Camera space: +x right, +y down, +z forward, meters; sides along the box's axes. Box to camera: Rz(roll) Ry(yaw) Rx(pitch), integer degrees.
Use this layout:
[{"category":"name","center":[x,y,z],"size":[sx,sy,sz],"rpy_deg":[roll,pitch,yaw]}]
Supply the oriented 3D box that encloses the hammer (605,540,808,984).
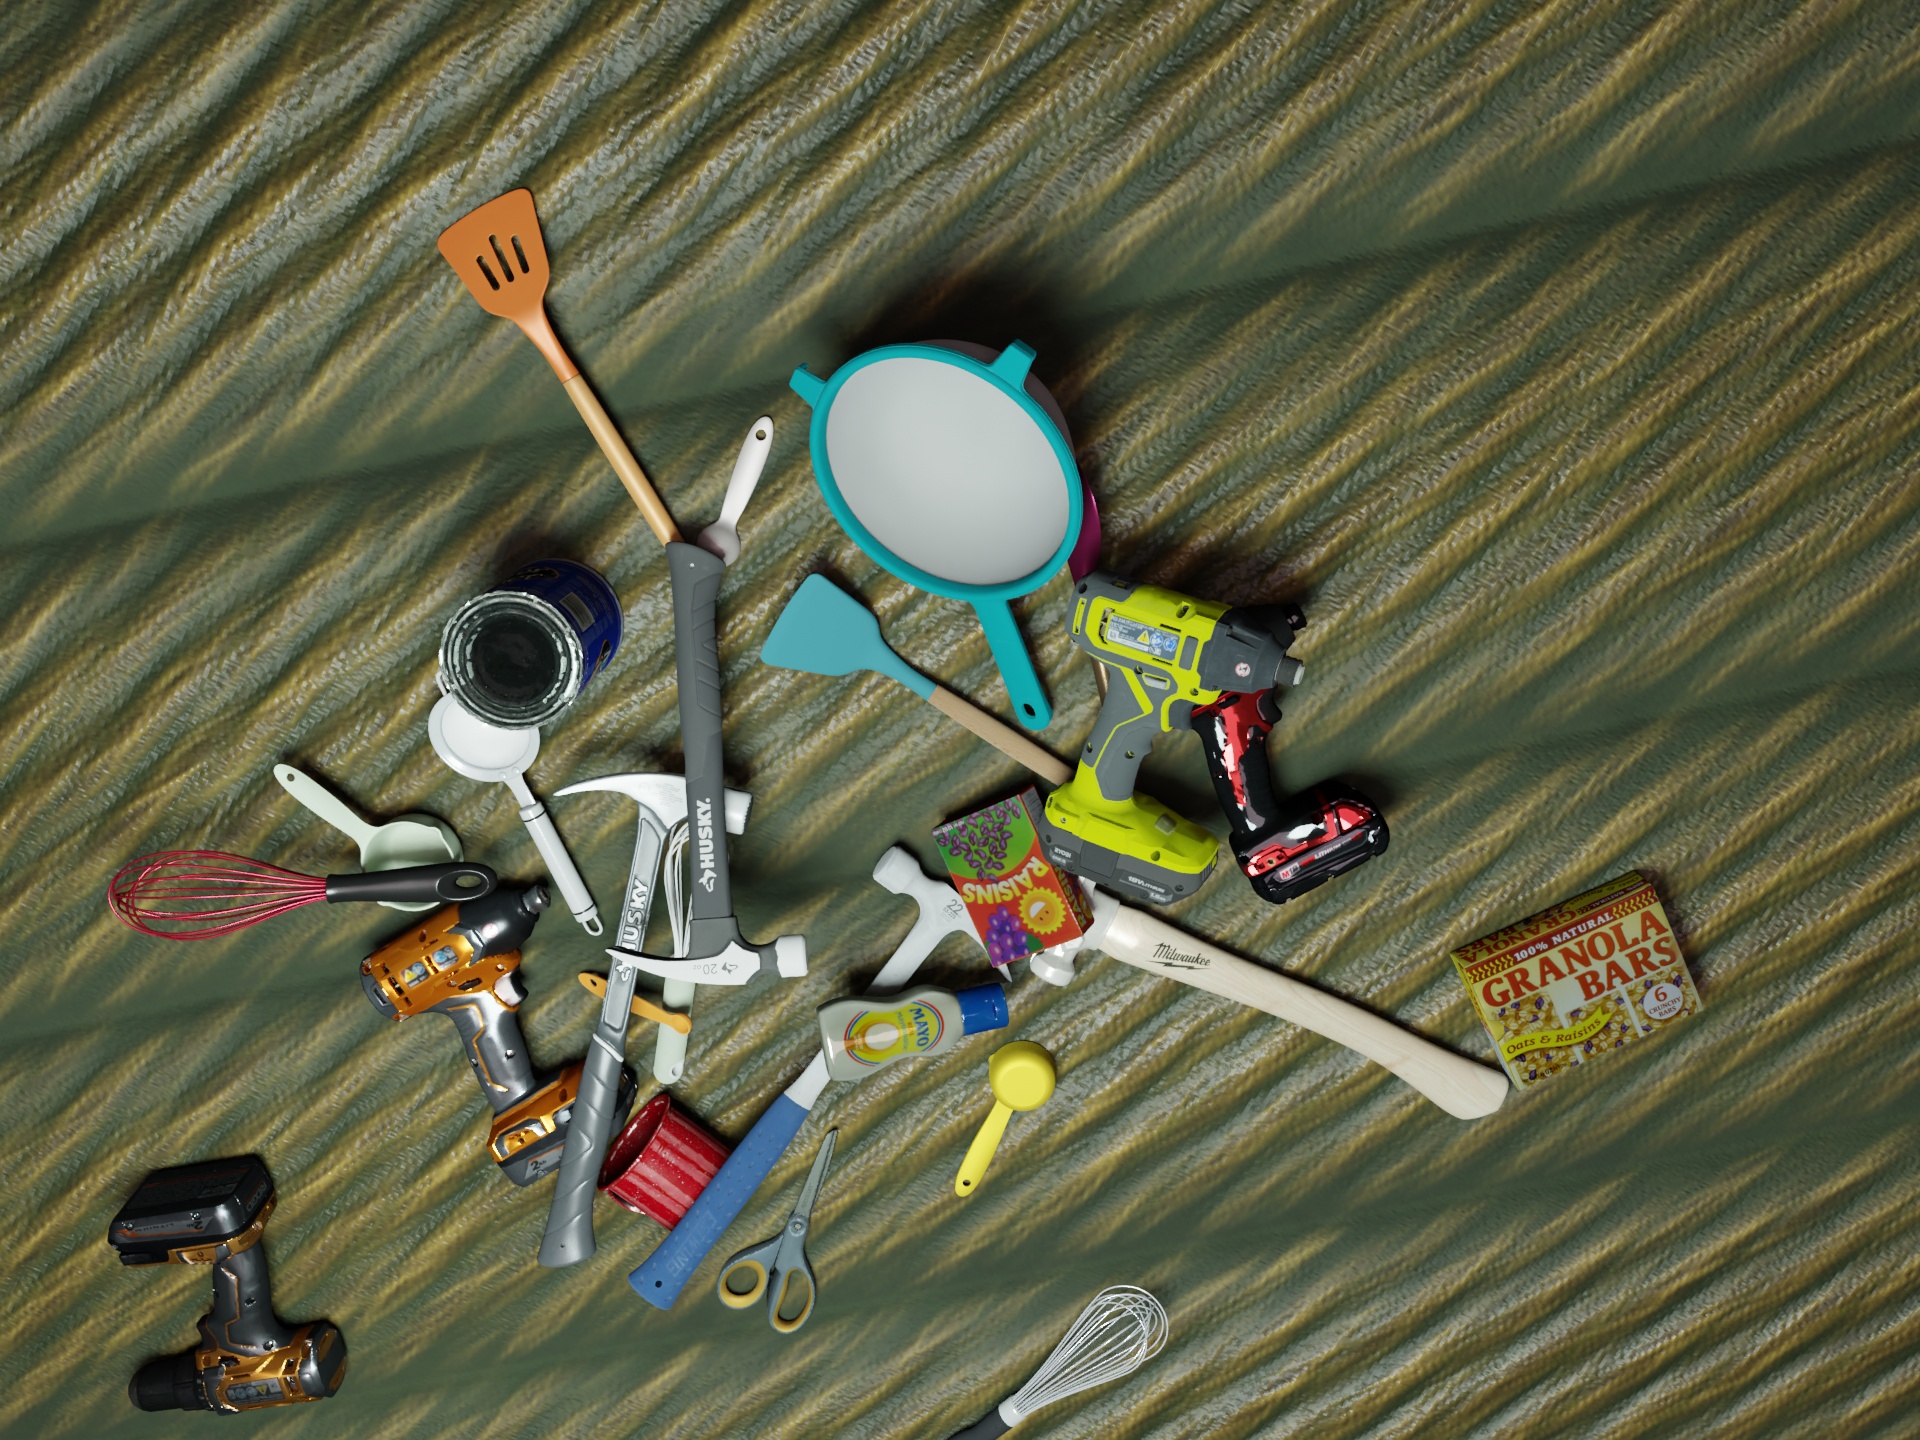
[{"category":"hammer","center":[-0.199,0.031,1.196],"size":[0.146,0.035,0.335],"rpy_deg":[-4,86,-1]}]

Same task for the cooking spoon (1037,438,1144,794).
[{"category":"cooking spoon","center":[0.105,-0.067,1.232],"size":[0.017,0.069,0.318],"rpy_deg":[-25,112,-24]}]

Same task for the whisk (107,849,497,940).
[{"category":"whisk","center":[-0.514,0.132,1.246],"size":[0.296,0.073,0.073],"rpy_deg":[-2,105,-6]}]

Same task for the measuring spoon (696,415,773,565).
[{"category":"measuring spoon","center":[-0.171,-0.174,1.219],"size":[0.034,0.018,0.124],"rpy_deg":[22,103,-5]}]

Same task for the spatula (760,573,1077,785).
[{"category":"spatula","center":[-0.002,-0.004,1.249],"size":[0.317,0.044,0.082],"rpy_deg":[32,104,-7]}]

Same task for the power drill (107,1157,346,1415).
[{"category":"power drill","center":[-0.654,0.502,1.374],"size":[0.185,0.084,0.226],"rpy_deg":[-10,109,4]}]

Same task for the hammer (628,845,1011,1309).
[{"category":"hammer","center":[-0.121,0.303,1.288],"size":[0.144,0.035,0.405],"rpy_deg":[39,86,-11]}]

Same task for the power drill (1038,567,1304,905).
[{"category":"power drill","center":[0.149,0.015,1.176],"size":[0.171,0.080,0.223],"rpy_deg":[20,116,19]}]

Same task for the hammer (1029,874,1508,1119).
[{"category":"hammer","center":[0.271,0.221,1.315],"size":[0.410,0.038,0.146],"rpy_deg":[24,102,-6]}]

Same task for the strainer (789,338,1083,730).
[{"category":"strainer","center":[0.024,-0.148,1.190],"size":[0.211,0.095,0.340],"rpy_deg":[1,131,30]}]

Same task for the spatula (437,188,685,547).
[{"category":"spatula","center":[-0.278,-0.238,1.201],"size":[0.081,0.041,0.322],"rpy_deg":[-28,107,7]}]

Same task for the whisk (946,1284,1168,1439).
[{"category":"whisk","center":[0.069,0.592,1.407],"size":[0.070,0.070,0.284],"rpy_deg":[44,106,-11]}]

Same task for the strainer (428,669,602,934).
[{"category":"strainer","center":[-0.348,0.065,1.274],"size":[0.087,0.050,0.258],"rpy_deg":[-18,110,11]}]

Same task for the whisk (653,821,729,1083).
[{"category":"whisk","center":[-0.228,0.190,1.307],"size":[0.059,0.058,0.246],"rpy_deg":[21,111,30]}]

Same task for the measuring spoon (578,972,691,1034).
[{"category":"measuring spoon","center":[-0.267,0.230,1.310],"size":[0.117,0.011,0.021],"rpy_deg":[19,124,24]}]

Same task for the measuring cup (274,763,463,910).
[{"category":"measuring cup","center":[-0.476,0.084,1.281],"size":[0.167,0.038,0.083],"rpy_deg":[39,102,-7]}]

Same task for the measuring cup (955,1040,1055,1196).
[{"category":"measuring cup","center":[0.032,0.345,1.351],"size":[0.062,0.029,0.156],"rpy_deg":[24,102,-6]}]

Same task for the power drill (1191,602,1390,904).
[{"category":"power drill","center":[0.240,0.019,1.242],"size":[0.143,0.078,0.219],"rpy_deg":[-29,100,8]}]

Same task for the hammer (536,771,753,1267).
[{"category":"hammer","center":[-0.277,0.236,1.247],"size":[0.149,0.036,0.409],"rpy_deg":[13,96,-2]}]

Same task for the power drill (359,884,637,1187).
[{"category":"power drill","center":[-0.362,0.249,1.303],"size":[0.164,0.084,0.226],"rpy_deg":[-31,99,6]}]
